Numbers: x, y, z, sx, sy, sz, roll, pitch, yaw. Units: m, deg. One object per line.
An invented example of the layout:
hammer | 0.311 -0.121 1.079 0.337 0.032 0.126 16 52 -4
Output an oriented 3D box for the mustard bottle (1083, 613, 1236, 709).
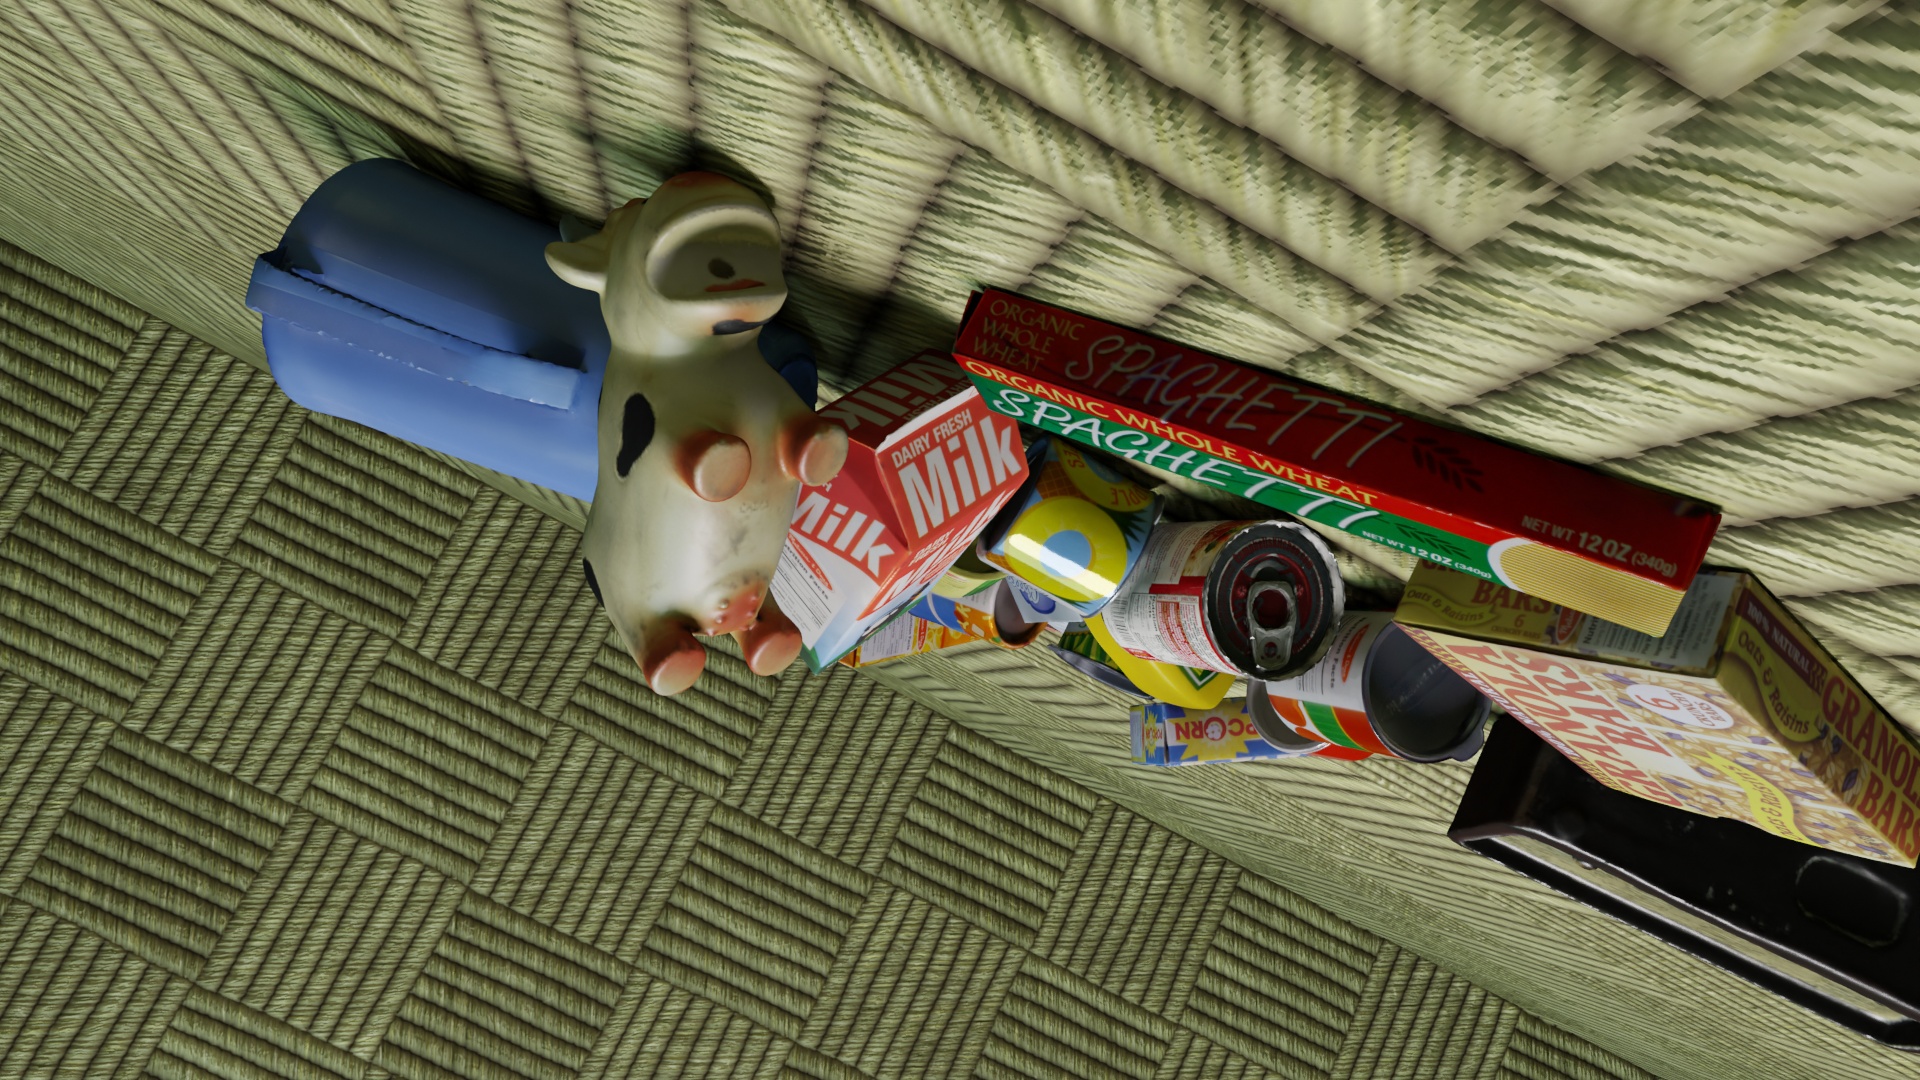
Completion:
mustard bottle | 0.093 0.031 0.716 0.049 0.065 0.160 10 157 43

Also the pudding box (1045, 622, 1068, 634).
pudding box | 0.066 0.043 0.926 0.049 0.030 0.084 34 167 -39

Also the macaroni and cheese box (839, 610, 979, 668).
macaroni and cheese box | -0.055 0.043 0.982 0.124 0.040 0.167 18 -163 40

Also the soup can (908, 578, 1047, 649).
soup can | 0.012 0.029 0.889 0.084 0.071 0.071 17 166 41

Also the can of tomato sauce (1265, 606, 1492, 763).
can of tomato sauce | 0.188 0.064 0.629 0.071 0.071 0.083 29 170 -15

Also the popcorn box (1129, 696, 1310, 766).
popcorn box | 0.173 0.113 0.840 0.127 0.038 0.085 -3 173 -7

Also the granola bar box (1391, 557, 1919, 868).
granola bar box | 0.258 0.059 0.510 0.165 0.039 0.124 33 168 -30

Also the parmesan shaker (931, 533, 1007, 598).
parmesan shaker | 0.003 -0.009 0.732 0.071 0.071 0.103 27 170 -4

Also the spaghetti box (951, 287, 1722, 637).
spaghetti box | 0.111 -0.030 0.462 0.250 0.029 0.050 21 168 25

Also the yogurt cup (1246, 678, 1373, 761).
yogurt cup | 0.193 0.084 0.730 0.054 0.072 0.072 25 173 -40

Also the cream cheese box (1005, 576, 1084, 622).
cream cheese box | 0.052 0.019 0.789 0.053 0.024 0.103 66 165 -2

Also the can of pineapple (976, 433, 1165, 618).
can of pineapple | 0.049 -0.008 0.627 0.058 0.071 0.071 29 169 -11

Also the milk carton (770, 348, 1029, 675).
milk carton | -0.035 -0.017 0.612 0.073 0.073 0.189 51 149 7

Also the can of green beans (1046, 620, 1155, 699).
can of green beans | 0.098 0.055 0.830 0.071 0.058 0.071 25 170 5
